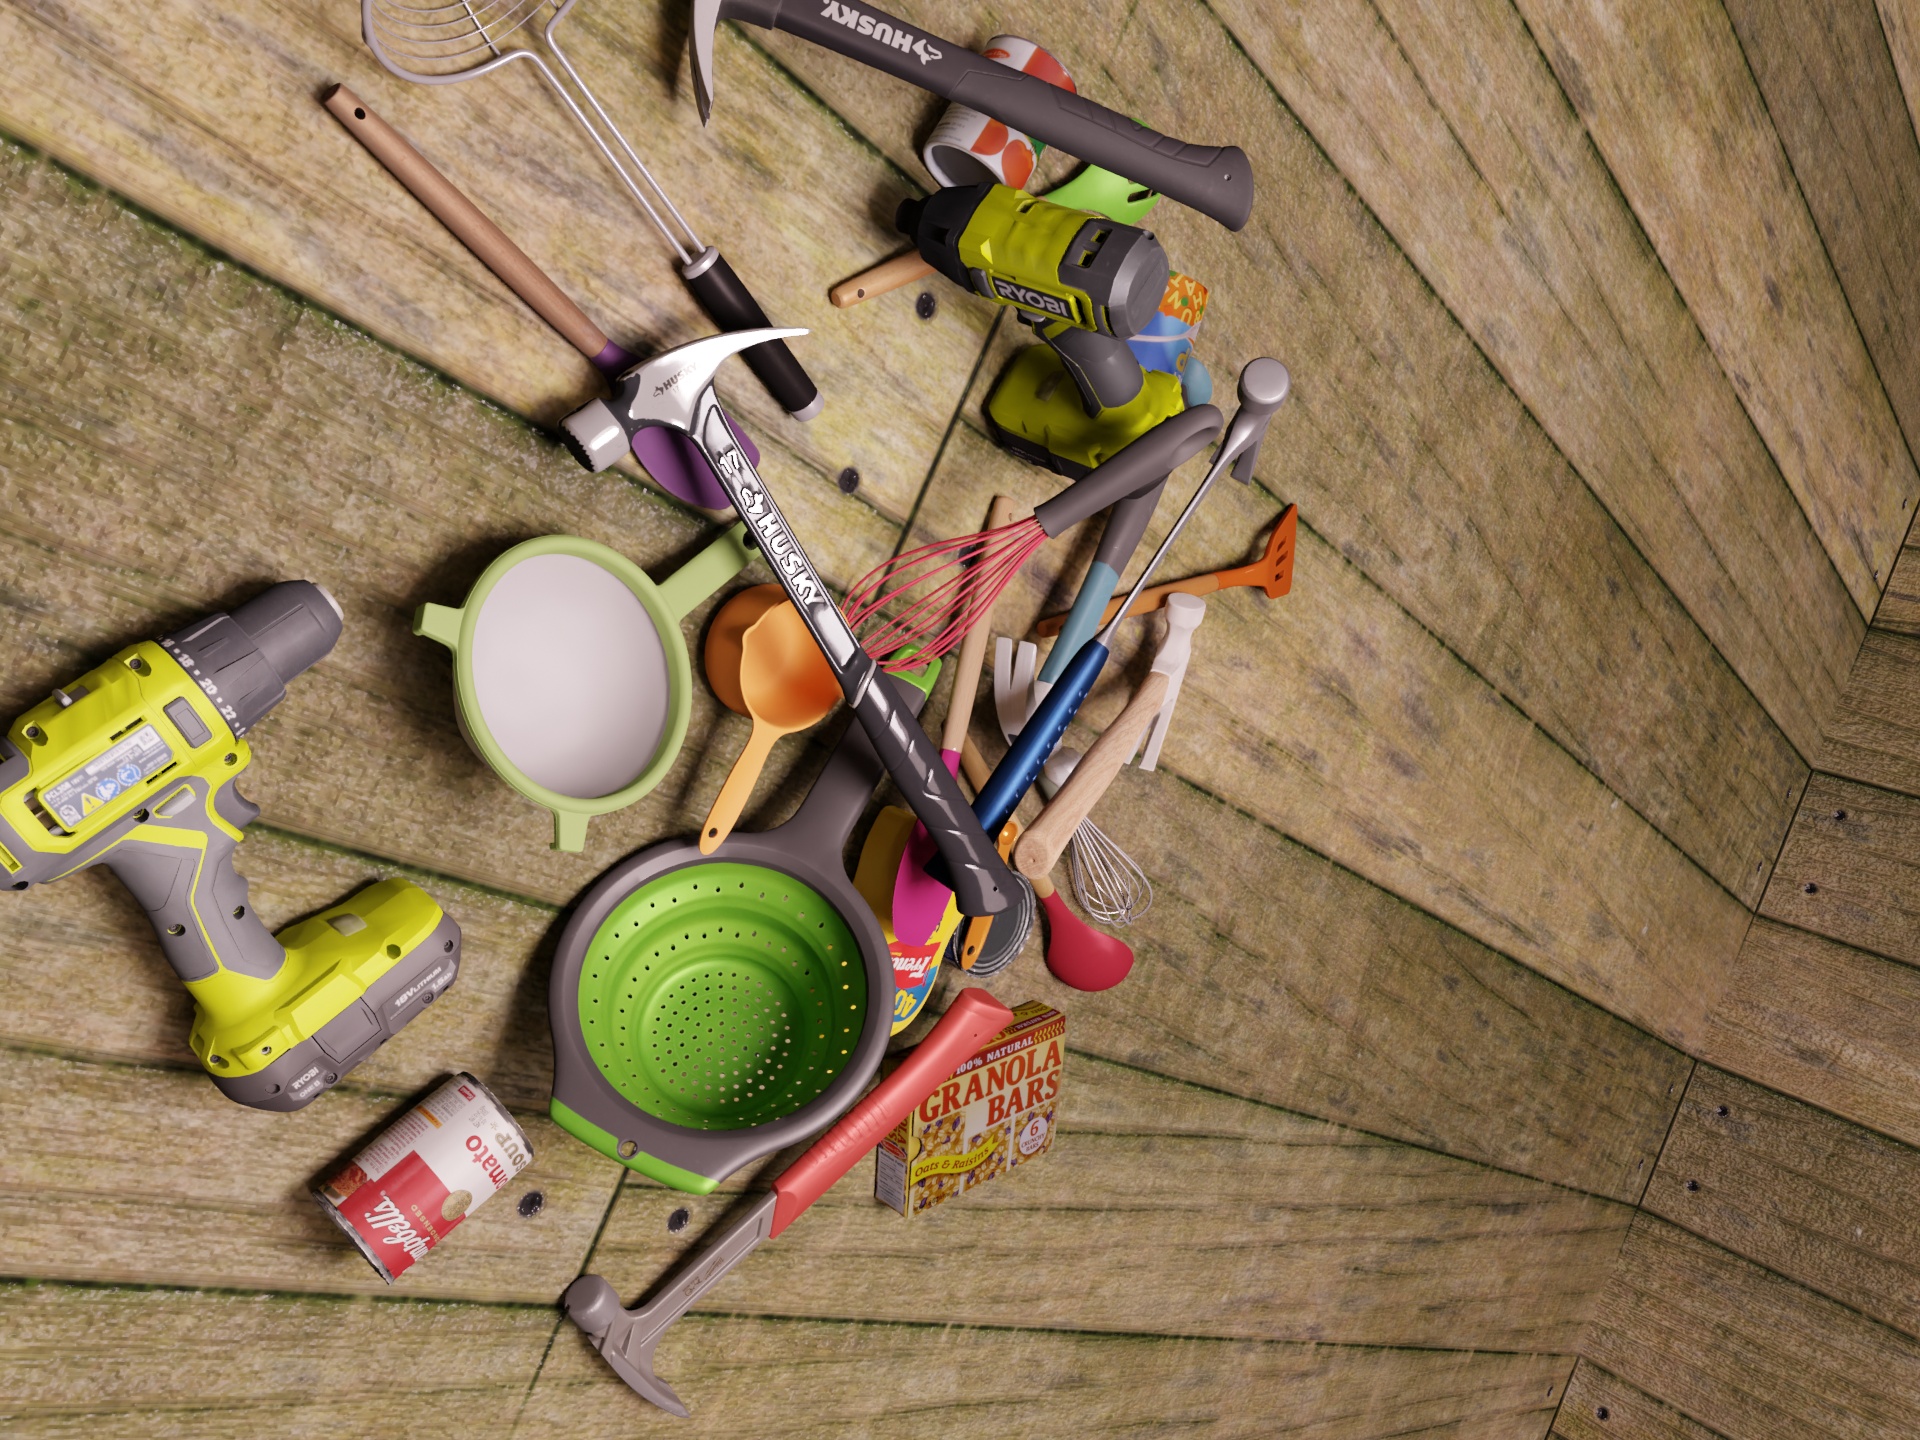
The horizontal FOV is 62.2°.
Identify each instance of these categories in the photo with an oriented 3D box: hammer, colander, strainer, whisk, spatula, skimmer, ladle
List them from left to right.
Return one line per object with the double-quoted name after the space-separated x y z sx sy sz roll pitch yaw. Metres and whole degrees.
-0.213 -0.214 0.850 0.060 0.018 0.315 -58 136 -11 "spatula"
-0.199 -0.049 0.903 0.256 0.069 0.151 -48 119 -45 "strainer"
-0.162 -0.274 0.826 0.127 0.090 0.362 -38 134 1 "skimmer"
-0.112 0.118 1.018 0.397 0.204 0.094 -61 173 -32 "colander"
-0.100 0.323 1.117 0.359 0.037 0.149 -40 129 -17 "hammer"
-0.065 -0.042 0.945 0.149 0.036 0.408 -39 116 -19 "hammer"
0.011 -0.347 0.880 0.334 0.035 0.146 19 84 -13 "hammer"
0.036 -0.114 1.007 0.296 0.073 0.073 -31 136 15 "whisk"
0.057 0.113 1.225 0.031 0.069 0.315 -88 154 -52 "ladle"
0.090 0.075 1.241 0.058 0.059 0.246 -85 153 -51 "whisk"
0.101 -0.057 1.084 0.405 0.035 0.144 -56 171 -9 "hammer"
0.107 0.022 1.137 0.331 0.031 0.130 -46 152 -56 "hammer"
0.112 -0.121 1.172 0.128 0.033 0.331 42 67 -49 "hammer"
0.180 -0.108 1.280 0.322 0.041 0.081 -17 117 -36 "spatula"

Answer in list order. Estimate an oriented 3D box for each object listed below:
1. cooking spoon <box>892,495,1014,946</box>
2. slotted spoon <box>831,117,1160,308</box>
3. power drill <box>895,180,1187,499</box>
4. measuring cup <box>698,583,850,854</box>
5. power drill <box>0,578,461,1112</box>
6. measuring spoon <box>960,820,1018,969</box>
-0.002 -0.003 1.089 0.068 0.017 0.319 28 72 -54 "cooking spoon"
0.038 -0.329 1.052 0.314 0.031 0.070 -33 127 -31 "slotted spoon"
0.058 -0.241 0.996 0.080 0.171 0.223 -59 154 -12 "power drill"
-0.134 -0.003 0.984 0.095 0.052 0.173 28 86 -47 "measuring cup"
-0.346 0.060 0.778 0.190 0.080 0.228 -41 127 -26 "power drill"
0.018 0.127 1.164 0.021 0.011 0.117 8 103 -47 "measuring spoon"
